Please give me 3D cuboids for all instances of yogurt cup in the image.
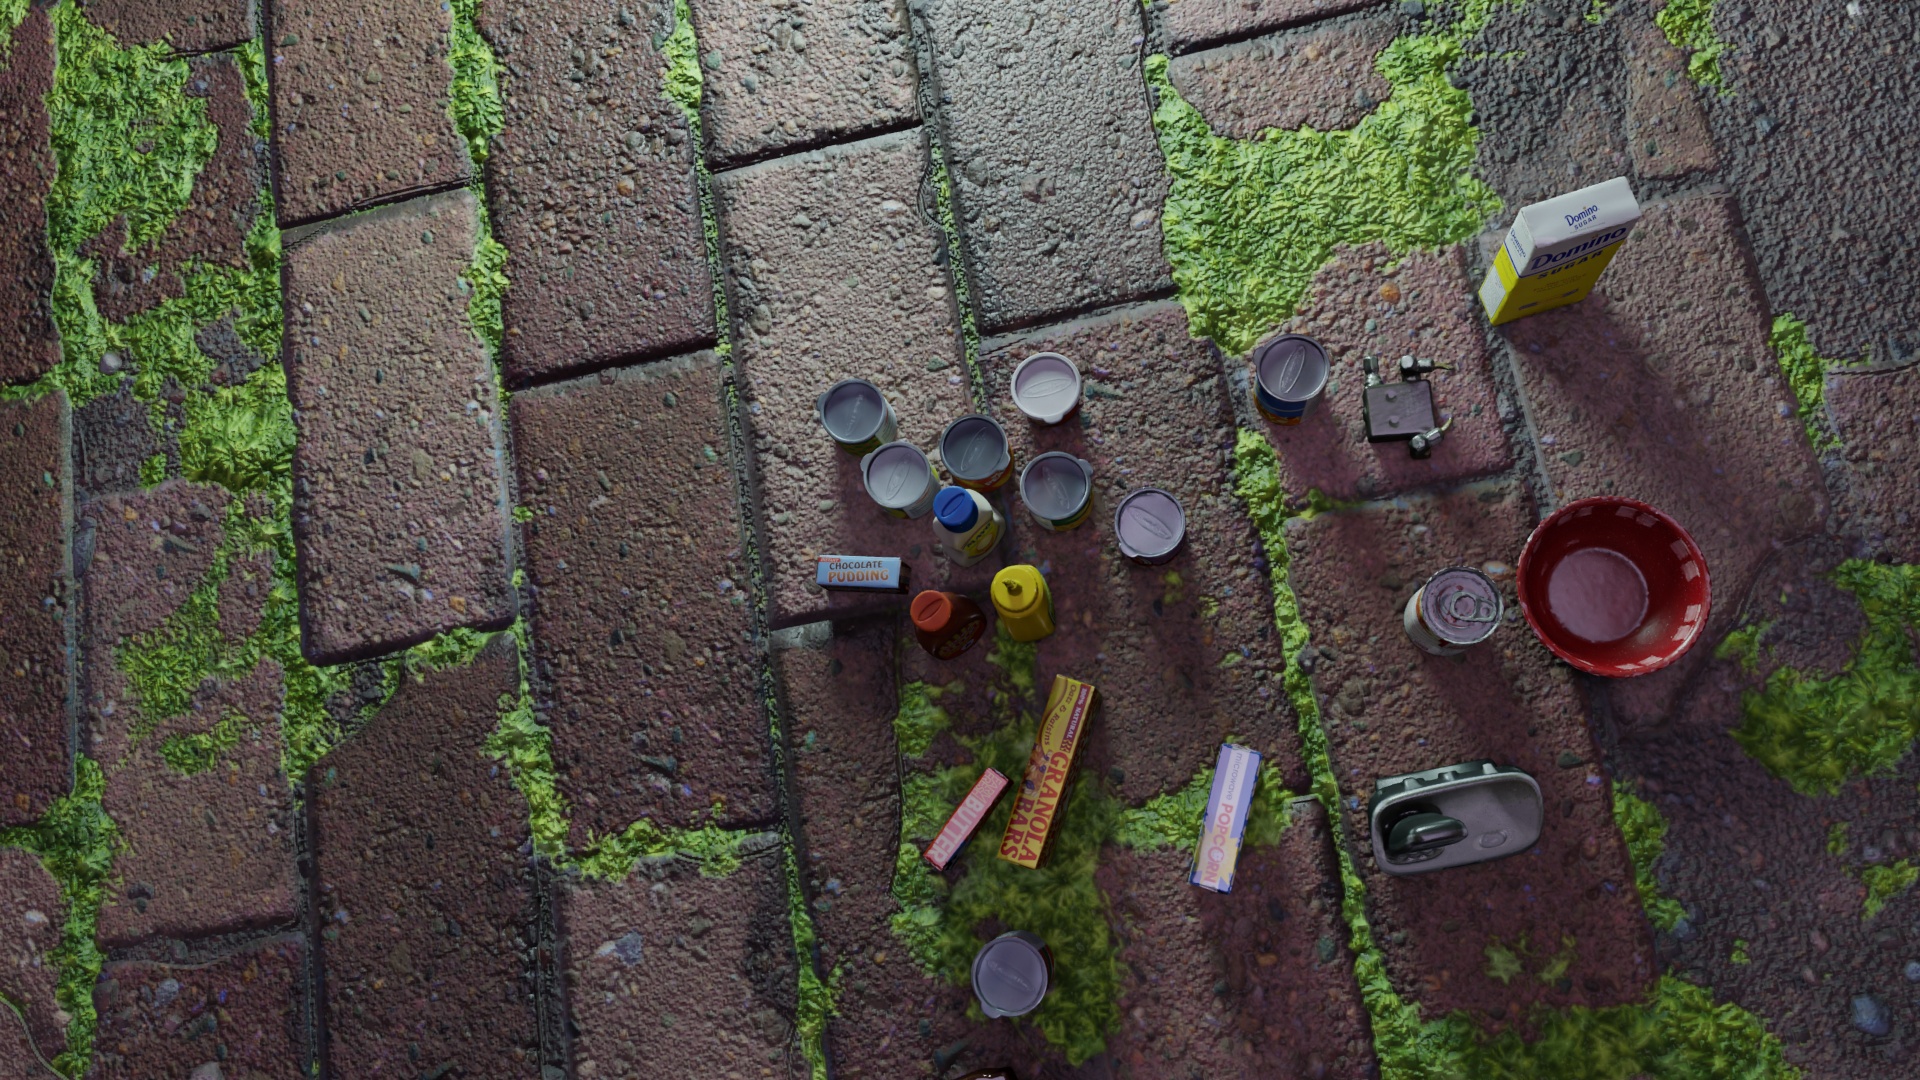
[{"bbox_3d":[0.086,-0.143,1.353,0.072,0.054,0.072,-2,78,9],"label":"yogurt cup"}]

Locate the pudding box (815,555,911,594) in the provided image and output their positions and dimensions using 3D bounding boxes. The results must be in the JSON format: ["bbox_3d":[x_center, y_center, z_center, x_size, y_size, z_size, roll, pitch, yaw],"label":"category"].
[{"bbox_3d":[-0.094,0.033,1.346,0.084,0.049,0.030,2,79,9],"label":"pudding box"}]

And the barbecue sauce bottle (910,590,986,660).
[{"bbox_3d":[-0.015,0.074,1.274,0.065,0.148,0.044,-41,76,-1],"label":"barbecue sauce bottle"}]

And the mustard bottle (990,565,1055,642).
[{"bbox_3d":[0.056,0.053,1.261,0.049,0.160,0.065,-14,77,6],"label":"mustard bottle"}]

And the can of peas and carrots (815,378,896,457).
[{"bbox_3d":[-0.102,-0.121,1.375,0.071,0.058,0.071,-2,78,9],"label":"can of peas and carrots"}]

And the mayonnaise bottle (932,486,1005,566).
[{"bbox_3d":[0.005,-0.016,1.290,0.041,0.148,0.065,44,88,14],"label":"mayonnaise bottle"}]

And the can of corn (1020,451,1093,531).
[{"bbox_3d":[0.095,-0.047,1.329,0.071,0.058,0.071,-2,78,9],"label":"can of corn"}]

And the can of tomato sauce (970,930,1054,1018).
[{"bbox_3d":[0.048,0.385,1.233,0.071,0.083,0.071,-2,78,9],"label":"can of tomato sauce"}]

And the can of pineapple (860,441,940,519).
[{"bbox_3d":[-0.058,-0.059,1.356,0.071,0.058,0.071,-2,78,9],"label":"can of pineapple"}]

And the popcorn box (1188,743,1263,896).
[{"bbox_3d":[0.235,0.246,1.232,0.038,0.085,0.127,14,81,11],"label":"popcorn box"}]

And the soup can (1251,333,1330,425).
[{"bbox_3d":[0.307,-0.151,1.304,0.071,0.083,0.071,-2,78,9],"label":"soup can"}]

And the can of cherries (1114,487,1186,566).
[{"bbox_3d":[0.177,-0.010,1.308,0.071,0.058,0.071,-2,78,9],"label":"can of cherries"}]

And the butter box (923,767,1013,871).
[{"bbox_3d":[0.008,0.256,1.282,0.024,0.053,0.103,36,86,14],"label":"butter box"}]

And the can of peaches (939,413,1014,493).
[{"bbox_3d":[0.019,-0.082,1.348,0.071,0.058,0.071,-2,78,9],"label":"can of peaches"}]

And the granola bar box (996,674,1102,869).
[{"bbox_3d":[0.083,0.209,1.243,0.039,0.124,0.165,17,82,12],"label":"granola bar box"}]
